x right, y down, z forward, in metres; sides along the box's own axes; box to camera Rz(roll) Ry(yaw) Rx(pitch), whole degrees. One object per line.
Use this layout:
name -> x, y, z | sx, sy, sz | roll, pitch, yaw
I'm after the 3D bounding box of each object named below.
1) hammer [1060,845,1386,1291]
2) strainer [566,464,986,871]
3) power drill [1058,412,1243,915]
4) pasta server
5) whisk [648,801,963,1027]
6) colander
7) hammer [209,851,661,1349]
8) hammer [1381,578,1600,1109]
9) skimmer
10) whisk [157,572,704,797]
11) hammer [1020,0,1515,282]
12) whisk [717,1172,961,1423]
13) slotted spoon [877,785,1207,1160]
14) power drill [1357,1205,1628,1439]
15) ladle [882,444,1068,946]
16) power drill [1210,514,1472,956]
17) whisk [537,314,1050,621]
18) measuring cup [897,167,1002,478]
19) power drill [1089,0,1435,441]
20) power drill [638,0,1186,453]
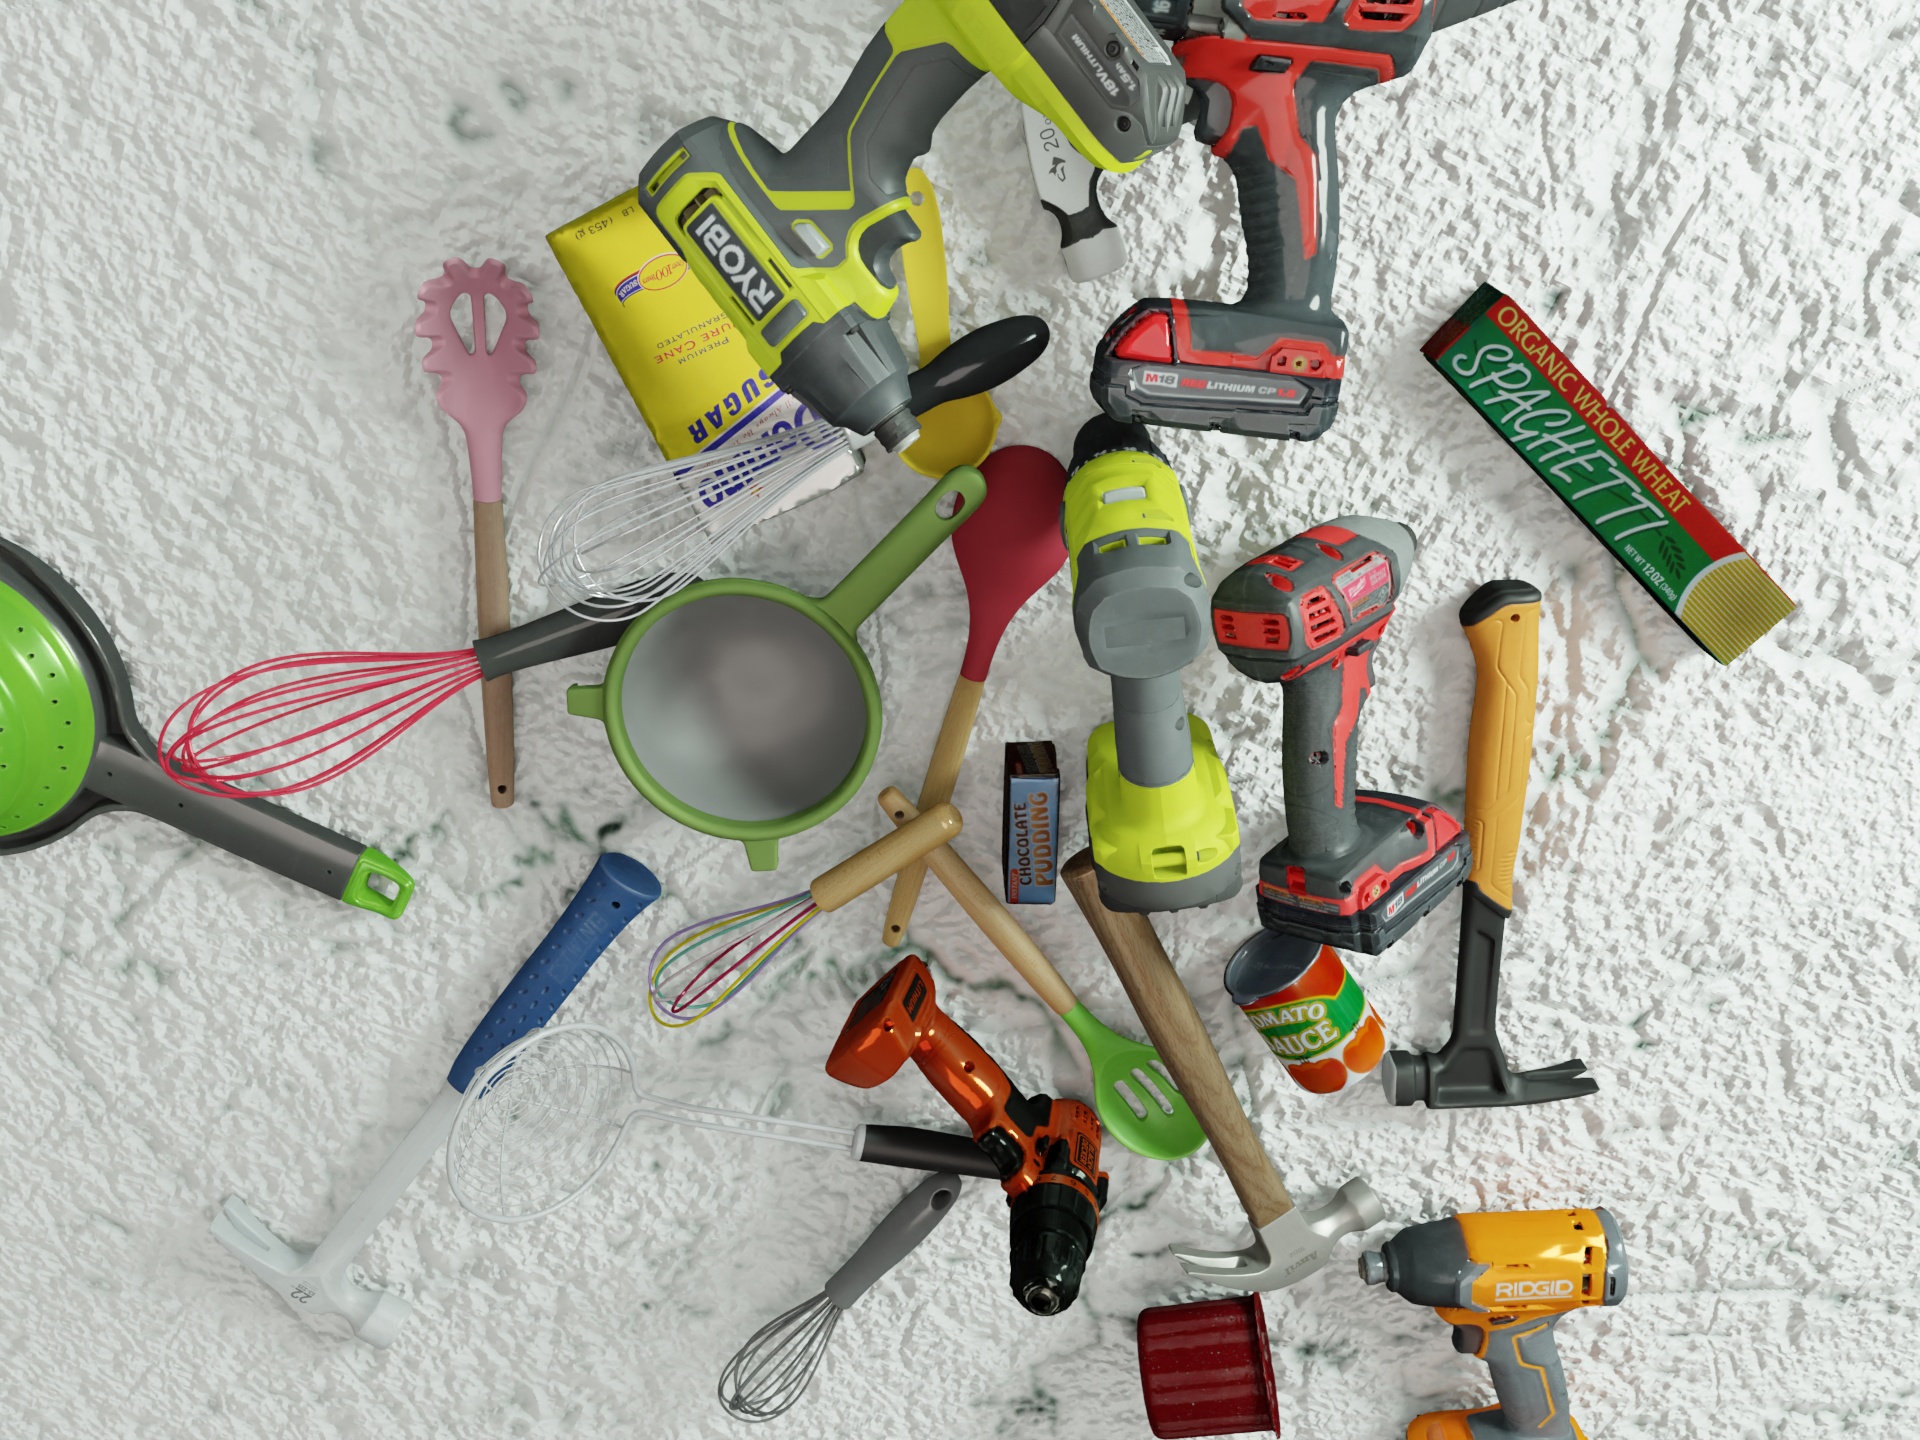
hammer -> 0.142, 0.215, 0.960 | 0.130, 0.031, 0.331 | -31, 110, -7
strainer -> -0.079, -0.049, 0.863 | 0.151, 0.069, 0.256 | 42, 106, -13
power drill -> 0.093, -0.032, 0.823 | 0.080, 0.191, 0.228 | -8, 126, 5
pasta server -> -0.256, -0.092, 0.865 | 0.060, 0.040, 0.316 | -2, 114, -14
whisk -> -0.095, 0.116, 0.926 | 0.245, 0.047, 0.051 | -33, 115, 24
colander -> -0.506, 0.034, 0.888 | 0.397, 0.095, 0.204 | 26, 110, -10
hammer -> -0.322, 0.235, 1.001 | 0.144, 0.035, 0.405 | 35, 108, -13
hammer -> 0.318, 0.080, 0.930 | 0.127, 0.034, 0.336 | -3, 112, 3
skimmer -> -0.119, 0.261, 0.964 | 0.363, 0.090, 0.127 | 11, 101, -10
whisk -> -0.276, -0.025, 0.853 | 0.296, 0.073, 0.073 | -20, 112, -12
hammer -> 0.187, -0.337, 0.760 | 0.335, 0.035, 0.146 | -19, 112, 8
whisk -> -0.078, 0.382, 1.054 | 0.055, 0.055, 0.239 | 38, 104, -14
slotted spoon -> 0.051, 0.153, 0.957 | 0.070, 0.031, 0.313 | -35, 111, 12
power drill -> 0.345, 0.426, 1.049 | 0.164, 0.084, 0.226 | -3, 108, 3
ladle -> -0.001, -0.003, 0.905 | 0.069, 0.031, 0.315 | 14, 113, -6
power drill -> 0.208, 0.001, 0.854 | 0.079, 0.143, 0.219 | 10, 121, 46
whisk -> -0.081, -0.133, 0.791 | 0.284, 0.070, 0.070 | -28, 110, -6
measuring cup -> -0.015, -0.204, 0.827 | 0.062, 0.029, 0.156 | -7, 100, -1
power drill -> 0.109, -0.255, 0.737 | 0.188, 0.080, 0.226 | 7, 110, 2
power drill -> -0.018, -0.239, 0.702 | 0.223, 0.080, 0.171 | -36, 95, 29
